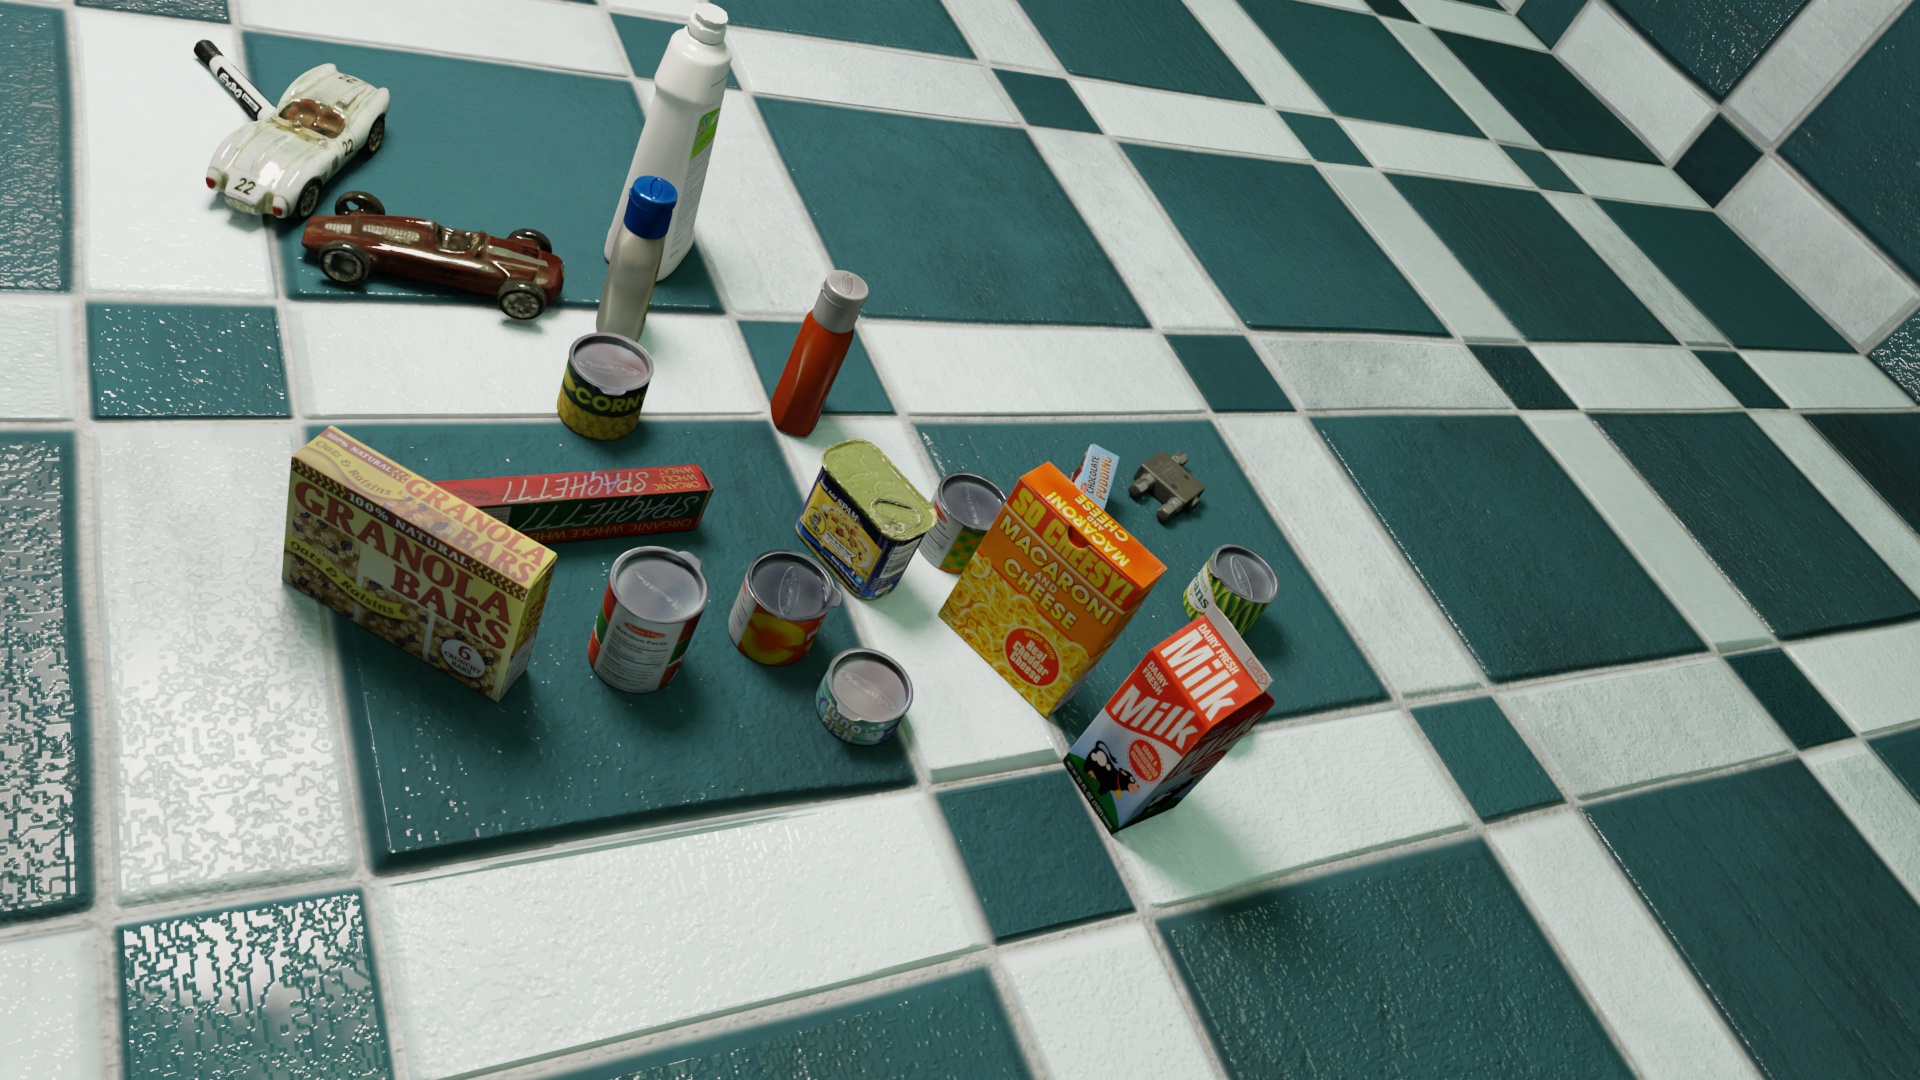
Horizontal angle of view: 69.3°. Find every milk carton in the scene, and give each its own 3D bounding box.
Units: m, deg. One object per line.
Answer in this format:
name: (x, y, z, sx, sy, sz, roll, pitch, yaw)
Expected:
milk carton: (0.157, 0.129, 1.009, 0.074, 0.189, 0.072, -13, 57, -37)

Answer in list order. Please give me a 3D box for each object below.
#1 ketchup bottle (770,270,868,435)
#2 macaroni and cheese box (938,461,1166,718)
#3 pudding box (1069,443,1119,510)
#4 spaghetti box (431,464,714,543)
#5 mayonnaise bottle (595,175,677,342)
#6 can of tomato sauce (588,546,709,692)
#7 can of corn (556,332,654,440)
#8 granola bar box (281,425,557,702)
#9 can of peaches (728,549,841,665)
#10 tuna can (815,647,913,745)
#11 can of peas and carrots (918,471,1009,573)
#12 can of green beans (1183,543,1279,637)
ketchup bottle: (-0.119, -0.159, 1.165, 0.043, 0.148, 0.065, 15, 44, -16)
macaroni and cheese box: (0.066, 0.041, 1.061, 0.124, 0.165, 0.040, 43, 44, 14)
pudding box: (0.114, -0.043, 1.255, 0.030, 0.049, 0.084, 26, 42, -4)
spaghetti box: (-0.304, -0.022, 1.005, 0.251, 0.050, 0.029, -6, 53, -33)
mayonnaise bottle: (-0.269, -0.232, 1.154, 0.041, 0.147, 0.065, 13, 45, -18)
can of tomato sauce: (-0.215, 0.054, 0.956, 0.071, 0.082, 0.071, 16, 44, -15)
can of corn: (-0.283, -0.120, 1.105, 0.071, 0.058, 0.071, 15, 44, -15)
granola bar box: (-0.347, 0.017, 0.888, 0.165, 0.123, 0.039, 30, 42, 0)
can of peaches: (-0.130, 0.051, 1.024, 0.071, 0.057, 0.071, 15, 44, -15)
tuna can: (-0.072, 0.115, 1.013, 0.071, 0.032, 0.071, 15, 44, -15)
can of peas and carrots: (0.004, -0.015, 1.161, 0.071, 0.058, 0.071, 15, 44, -15)
can of green beans: (0.239, 0.046, 1.232, 0.071, 0.057, 0.071, 15, 44, -15)
